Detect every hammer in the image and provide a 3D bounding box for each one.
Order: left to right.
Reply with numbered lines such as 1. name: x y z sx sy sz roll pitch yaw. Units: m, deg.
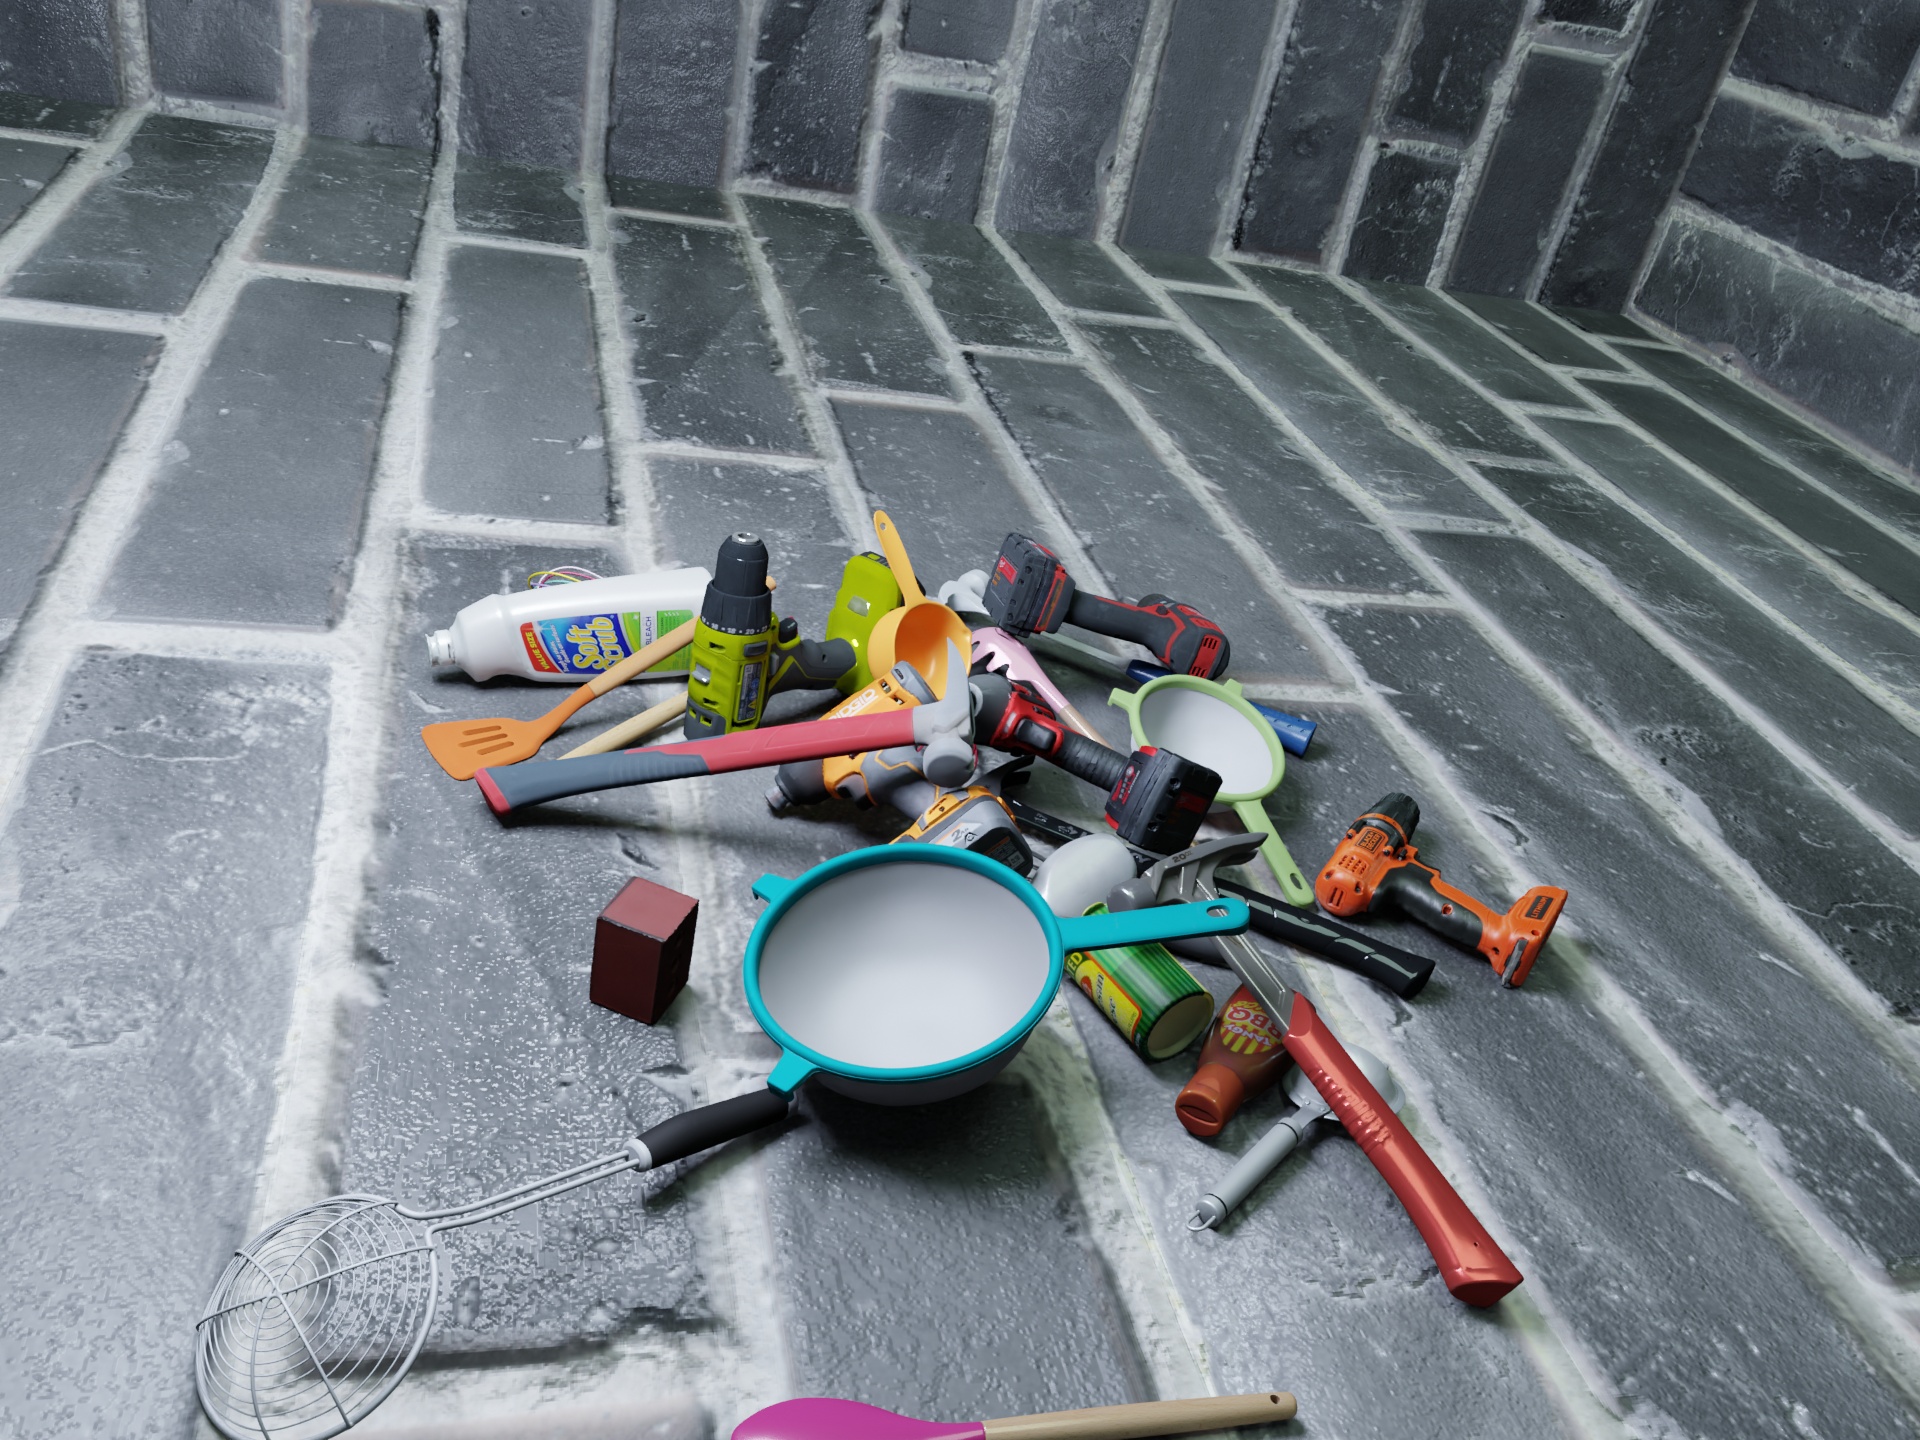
1. hammer: -0.181 0.016 1.225 0.386 0.038 0.143 -8 40 6
2. hammer: 0.159 -0.055 1.598 0.405 0.035 0.144 23 24 15
3. hammer: 0.189 0.132 1.312 0.409 0.036 0.149 22 31 14
4. hammer: 0.255 0.229 1.084 0.149 0.036 0.359 -15 55 -33

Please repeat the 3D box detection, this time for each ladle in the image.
1. ladle: -0.245 -0.015 1.383 0.031 0.069 0.315 43 44 13

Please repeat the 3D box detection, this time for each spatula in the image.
1. spatula: -0.294 -0.043 1.346 0.322 0.041 0.081 -34 49 -18

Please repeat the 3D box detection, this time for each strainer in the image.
1. strainer: 0.027 0.178 1.076 0.340 0.095 0.211 -7 38 -6
2. strainer: 0.232 0.074 1.412 0.151 0.069 0.257 -5 52 -30
3. strainer: 0.229 0.276 1.085 0.087 0.050 0.258 16 30 38

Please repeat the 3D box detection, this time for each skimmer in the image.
1. skimmer: -0.239 0.287 0.901 0.127 0.090 0.363 32 26 34

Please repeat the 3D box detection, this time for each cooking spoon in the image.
1. cooking spoon: 0.036 0.382 0.856 0.318 0.017 0.069 2 33 -17

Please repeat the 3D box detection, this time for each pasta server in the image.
1. pasta server: 0.107 0.015 1.444 0.060 0.040 0.316 4 39 -52

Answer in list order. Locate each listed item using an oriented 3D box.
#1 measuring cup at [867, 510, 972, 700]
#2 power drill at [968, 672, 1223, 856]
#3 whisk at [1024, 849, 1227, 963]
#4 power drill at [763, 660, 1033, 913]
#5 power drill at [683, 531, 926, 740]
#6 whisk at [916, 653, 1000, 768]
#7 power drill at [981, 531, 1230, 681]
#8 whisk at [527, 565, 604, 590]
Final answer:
1. measuring cup: -0.054 -0.097 1.392 0.095 0.173 0.052 -28 11 -37
2. power drill: 0.091 0.027 1.300 0.220 0.078 0.143 28 4 27
3. whisk: 0.113 0.148 1.251 0.239 0.055 0.055 18 31 0
4. power drill: -0.058 0.067 1.247 0.164 0.084 0.227 -36 45 0
5. power drill: -0.138 -0.080 1.393 0.080 0.190 0.228 29 29 34
6. whisk: -0.002 -0.005 1.446 0.073 0.073 0.296 17 26 6
7. power drill: 0.141 -0.110 1.561 0.226 0.080 0.188 17 15 -15
8. whisk: -0.291 -0.099 1.507 0.245 0.047 0.051 14 29 -4
